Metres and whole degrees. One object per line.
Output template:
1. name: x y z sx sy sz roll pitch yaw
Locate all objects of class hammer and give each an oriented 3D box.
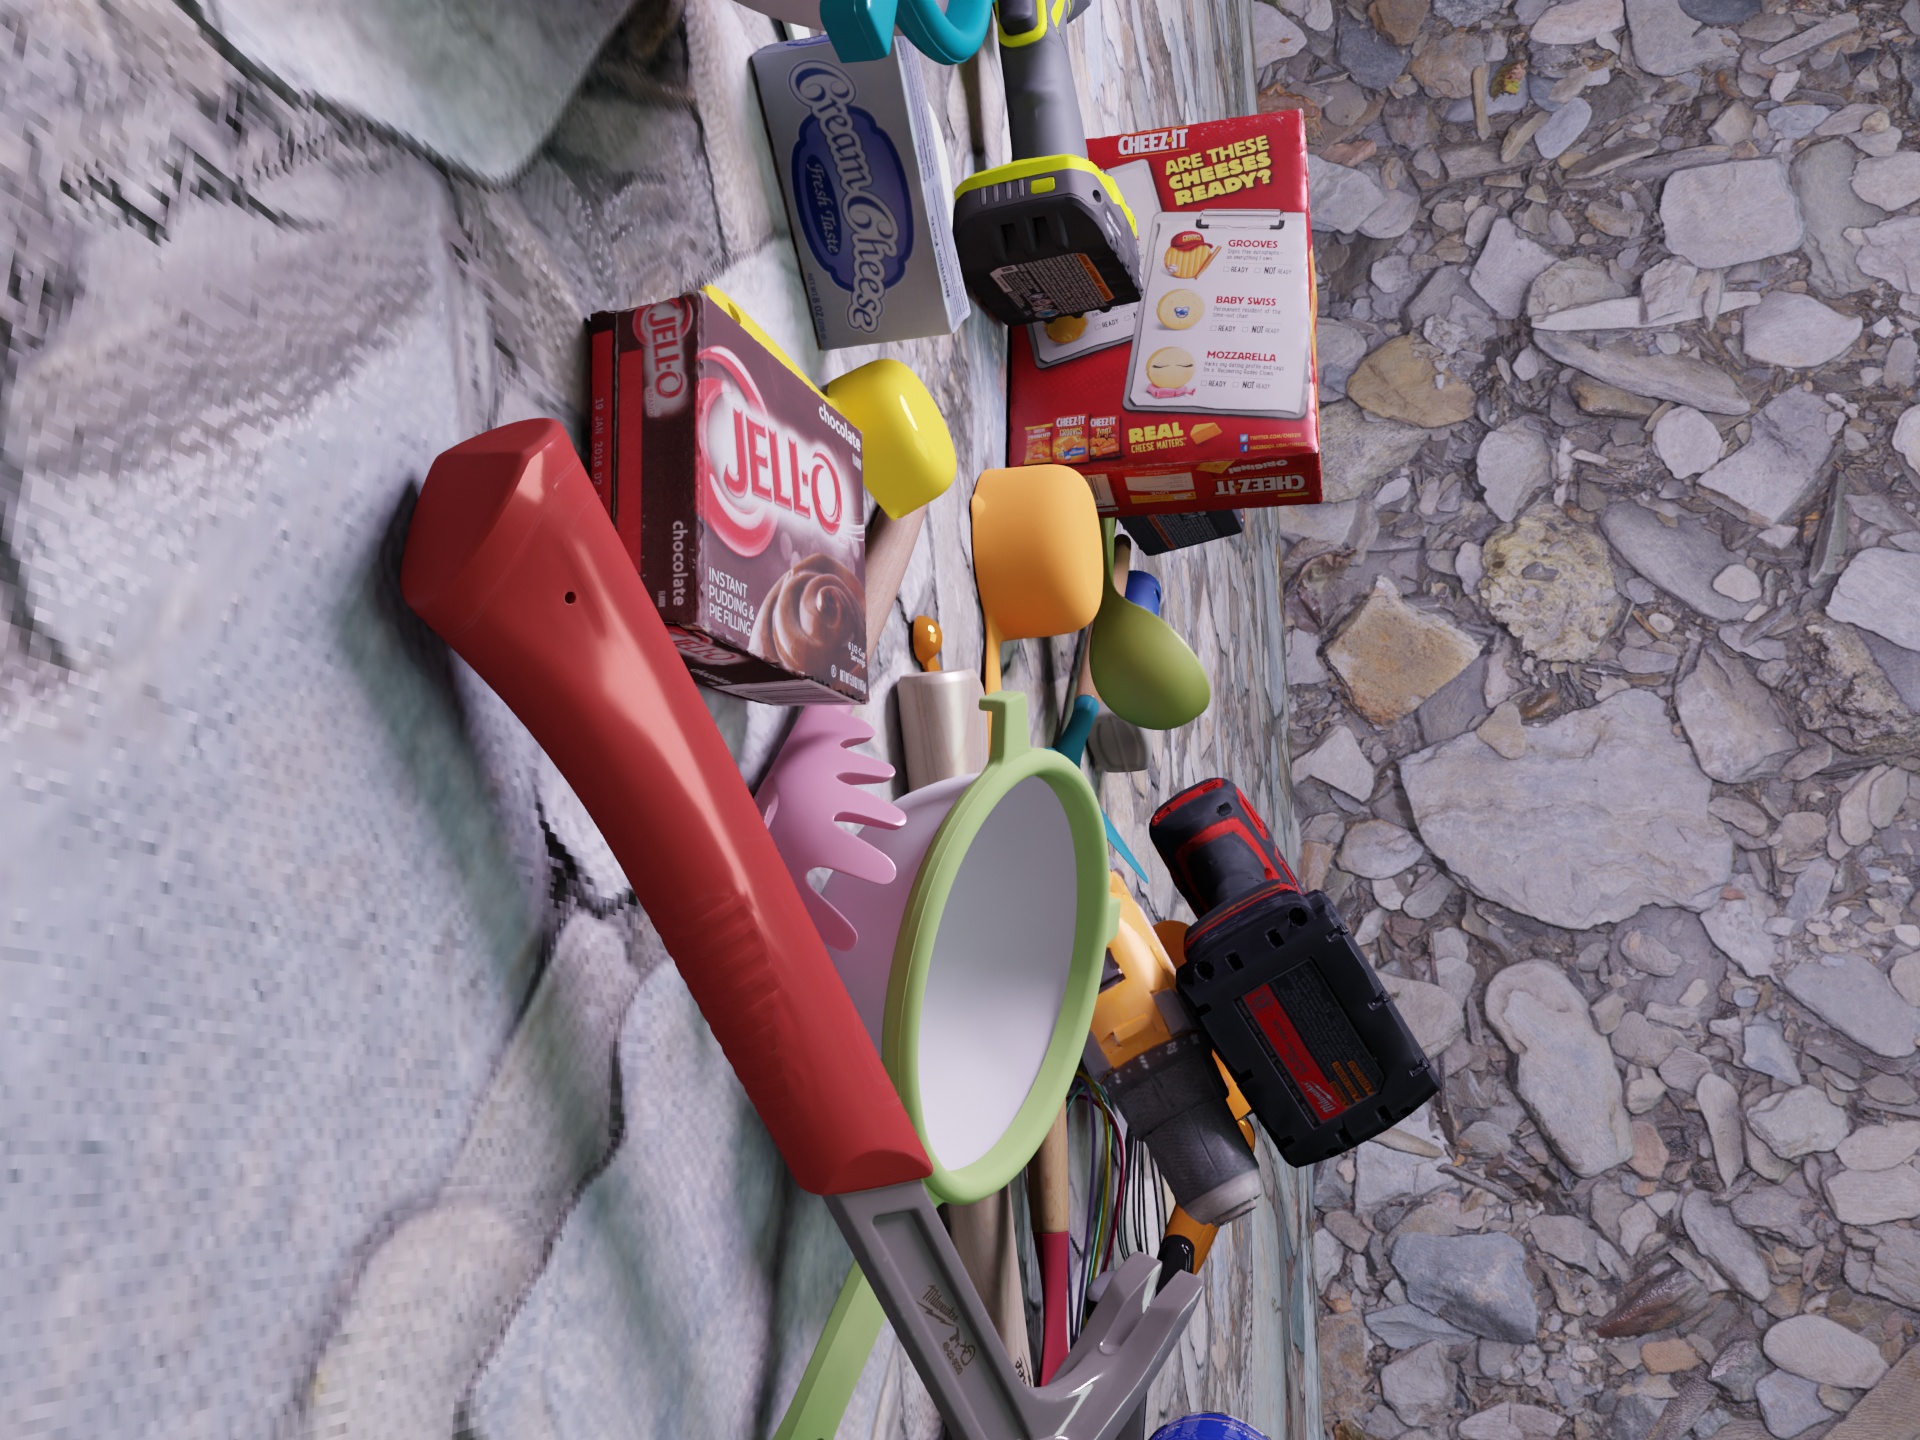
1. hammer: 0.120 0.294 0.857 0.337 0.034 0.127 -21 113 -70
2. hammer: 0.005 0.186 0.636 0.146 0.038 0.410 -15 101 -73
3. hammer: -0.031 0.086 0.413 0.149 0.037 0.358 -42 124 -34

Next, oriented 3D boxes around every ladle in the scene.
1. ladle: 0.092 -0.142 0.938 0.078 0.062 0.320 102 -16 -65
2. ladle: 0.035 0.176 0.632 0.069 0.031 0.315 29 57 -68

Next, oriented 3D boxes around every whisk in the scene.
1. whisk: 0.113 0.238 0.992 0.055 0.055 0.239 23 59 -72
2. whisk: 0.054 0.295 0.780 0.051 0.047 0.245 12 78 -64

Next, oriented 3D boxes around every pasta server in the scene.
1. pasta server: -0.029 -0.032 0.568 0.040 0.060 0.316 32 35 -13

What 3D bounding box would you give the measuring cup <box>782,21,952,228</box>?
1. measuring cup: -0.037 -0.236 0.580 0.167 0.038 0.083 70 22 -50

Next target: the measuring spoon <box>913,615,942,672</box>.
1. measuring spoon: -0.001 -0.002 0.702 0.116 0.011 0.021 70 22 -44

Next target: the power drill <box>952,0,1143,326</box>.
1. power drill: 0.032 -0.326 0.794 0.171 0.080 0.223 8 75 -74

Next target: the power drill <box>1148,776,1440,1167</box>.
1. power drill: 0.171 0.137 0.815 0.188 0.080 0.227 57 8 -9

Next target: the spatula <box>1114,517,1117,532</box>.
1. spatula: 0.079 -0.112 1.003 0.316 0.018 0.059 -59 146 -65

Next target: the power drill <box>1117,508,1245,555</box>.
1. power drill: 0.131 -0.233 1.080 0.164 0.084 0.226 23 55 -72

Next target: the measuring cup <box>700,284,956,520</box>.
1. measuring cup: -0.040 -0.116 0.543 0.156 0.029 0.062 29 39 -67

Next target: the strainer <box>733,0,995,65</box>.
1. strainer: -0.073 -0.330 0.385 0.211 0.095 0.340 -71 150 -60

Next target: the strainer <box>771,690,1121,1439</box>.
1. strainer: -0.028 0.122 0.514 0.256 0.069 0.151 -64 148 -27

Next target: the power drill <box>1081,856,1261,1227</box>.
1. power drill: 0.110 0.173 0.828 0.185 0.084 0.226 62 7 24

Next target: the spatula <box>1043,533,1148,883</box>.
1. spatula: 0.089 -0.028 0.959 0.082 0.044 0.318 49 33 -25

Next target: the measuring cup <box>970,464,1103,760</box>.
1. measuring cup: 0.040 -0.048 0.782 0.095 0.052 0.174 60 29 -58
